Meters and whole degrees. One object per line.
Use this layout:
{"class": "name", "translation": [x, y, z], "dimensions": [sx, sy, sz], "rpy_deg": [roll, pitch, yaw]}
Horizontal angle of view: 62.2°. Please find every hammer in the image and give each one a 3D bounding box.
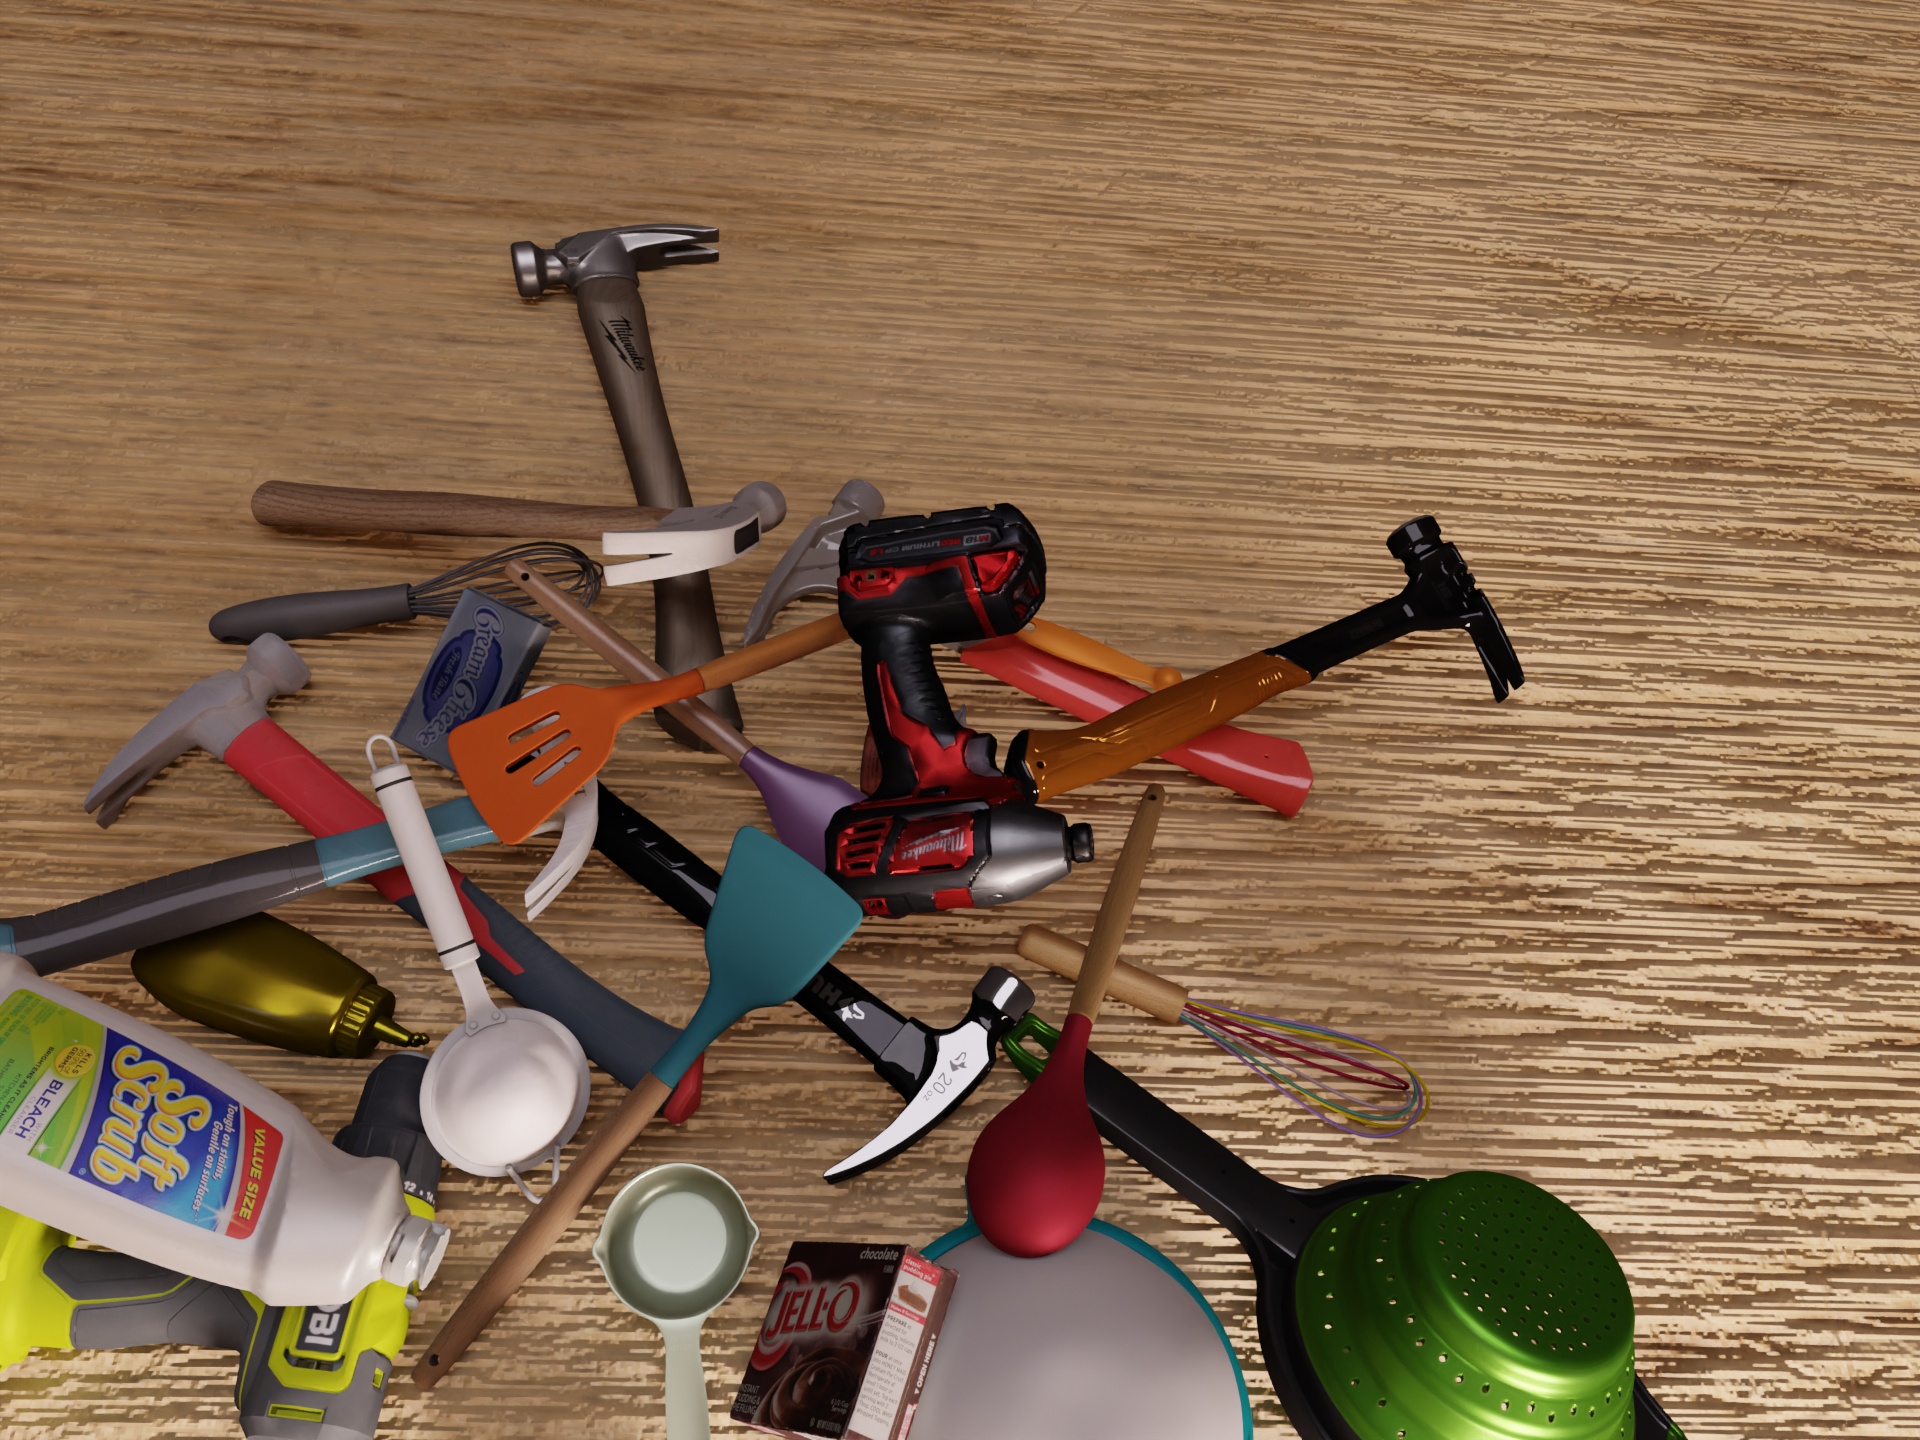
{"class": "hammer", "translation": [-0.133, 0.115, 0.895], "dimensions": [0.335, 0.035, 0.146], "rpy_deg": [35, 72, 15]}
{"class": "hammer", "translation": [-0.305, 0.107, 0.886], "dimensions": [0.386, 0.038, 0.143], "rpy_deg": [35, 65, 13]}
{"class": "hammer", "translation": [0.181, -0.017, 0.960], "dimensions": [0.337, 0.034, 0.127], "rpy_deg": [-22, 75, -18]}
{"class": "hammer", "translation": [-0.354, 0.079, 0.845], "dimensions": [0.331, 0.033, 0.128], "rpy_deg": [-16, 62, -19]}
{"class": "hammer", "translation": [-0.282, -0.123, 0.965], "dimensions": [0.331, 0.031, 0.130], "rpy_deg": [5, 23, 14]}
{"class": "hammer", "translation": [0.047, -0.024, 0.996], "dimensions": [0.359, 0.036, 0.149], "rpy_deg": [26, 62, 9]}
{"class": "hammer", "translation": [-0.193, -0.168, 1.050], "dimensions": [0.146, 0.038, 0.411], "rpy_deg": [-11, 64, -13]}

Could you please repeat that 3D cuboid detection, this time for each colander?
{"class": "colander", "translation": [0.192, 0.248, 0.803], "dimensions": [0.397, 0.094, 0.204], "rpy_deg": [33, 40, 21]}

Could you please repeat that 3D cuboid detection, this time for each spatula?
{"class": "spatula", "translation": [-0.173, 0.202, 0.809], "dimensions": [0.082, 0.044, 0.317], "rpy_deg": [35, 77, 13]}
{"class": "spatula", "translation": [-0.133, -0.026, 0.925], "dimensions": [0.322, 0.041, 0.081], "rpy_deg": [-23, 65, -30]}
{"class": "spatula", "translation": [-0.146, 0.007, 0.933], "dimensions": [0.316, 0.018, 0.060], "rpy_deg": [39, 84, 5]}

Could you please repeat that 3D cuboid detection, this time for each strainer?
{"class": "strainer", "translation": [-0.254, 0.128, 0.812], "dimensions": [0.087, 0.050, 0.258], "rpy_deg": [-21, 89, -27]}
{"class": "strainer", "translation": [0.103, 0.366, 0.756], "dimensions": [0.340, 0.095, 0.211], "rpy_deg": [28, 62, 10]}

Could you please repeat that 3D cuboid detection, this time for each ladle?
{"class": "ladle", "translation": [0.073, 0.146, 0.873], "dimensions": [0.069, 0.031, 0.316], "rpy_deg": [11, 45, 15]}

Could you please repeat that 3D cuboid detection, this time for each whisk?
{"class": "whisk", "translation": [0.147, 0.168, 0.900], "dimensions": [0.245, 0.047, 0.051], "rpy_deg": [22, 63, 10]}
{"class": "whisk", "translation": [-0.339, -0.073, 0.979], "dimensions": [0.239, 0.055, 0.055], "rpy_deg": [-8, 63, -5]}

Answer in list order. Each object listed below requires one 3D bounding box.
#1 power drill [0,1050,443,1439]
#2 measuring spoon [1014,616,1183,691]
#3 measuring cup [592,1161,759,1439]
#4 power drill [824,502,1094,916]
{"class": "power drill", "translation": [-0.375, 0.246, 0.782], "dimensions": [0.228, 0.080, 0.191], "rpy_deg": [8, 56, -4]}
{"class": "measuring spoon", "translation": [0.083, -0.043, 0.983], "dimensions": [0.117, 0.011, 0.021], "rpy_deg": [22, 61, 7]}
{"class": "measuring cup", "translation": [-0.139, 0.309, 0.801], "dimensions": [0.083, 0.038, 0.168], "rpy_deg": [-5, 77, -8]}
{"class": "power drill", "translation": [-0.001, -0.003, 0.878], "dimensions": [0.143, 0.078, 0.220], "rpy_deg": [-6, 67, 11]}
